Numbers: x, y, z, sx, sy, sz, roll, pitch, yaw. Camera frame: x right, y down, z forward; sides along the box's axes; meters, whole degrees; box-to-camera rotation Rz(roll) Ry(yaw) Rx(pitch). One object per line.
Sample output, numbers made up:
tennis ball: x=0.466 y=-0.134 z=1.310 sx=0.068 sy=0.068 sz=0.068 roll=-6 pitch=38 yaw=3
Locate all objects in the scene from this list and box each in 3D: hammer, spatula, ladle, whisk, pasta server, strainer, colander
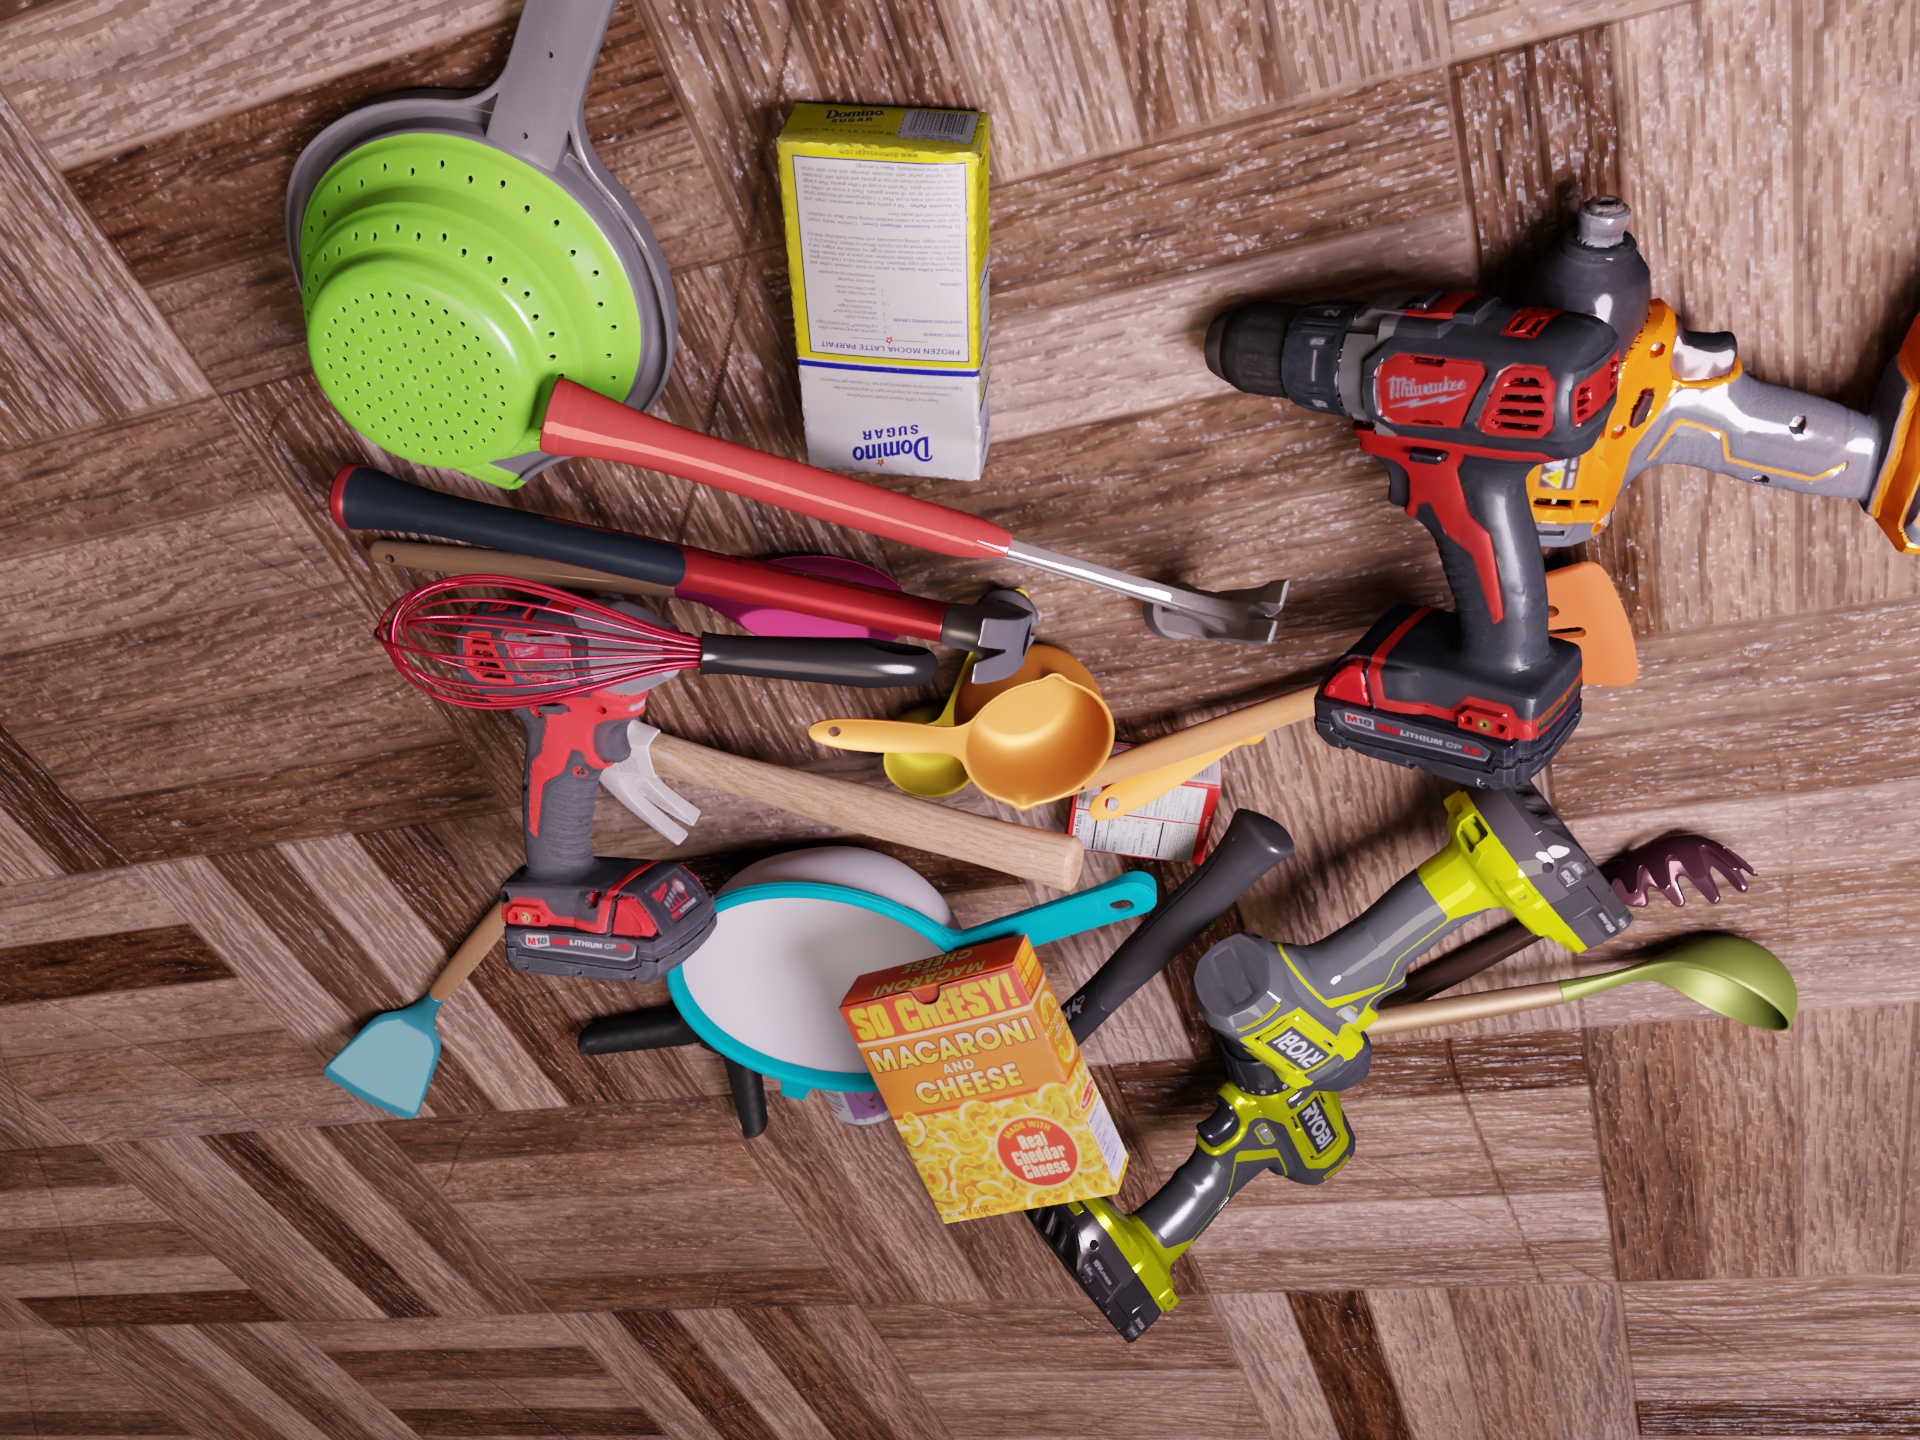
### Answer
hammer: x=-0.085 y=0.048 z=0.964 sx=0.331 sy=0.031 sz=0.129 roll=14 pitch=137 yaw=19
spatula: x=0.201 y=-0.008 z=0.882 sx=0.322 sy=0.041 sz=0.081 roll=-20 pitch=120 yaw=18
ladle: x=0.355 y=0.188 z=1.005 sx=0.320 sy=0.062 sz=0.078 roll=-12 pitch=154 yaw=11
hammer: x=-0.154 y=-0.081 z=0.836 sx=0.386 sy=0.143 sz=0.038 roll=12 pitch=101 yaw=6
spatula: x=-0.389 y=0.204 z=1.208 sx=0.082 sy=0.044 sz=0.317 roll=34 pitch=129 yaw=-14
whisk: x=-0.158 y=-0.037 z=0.847 sx=0.295 sy=0.073 sz=0.073 roll=3 pitch=134 yaw=-10
pasta server: x=0.349 y=0.149 z=1.011 sx=0.060 sy=0.040 sz=0.316 roll=15 pitch=140 yaw=-37
strainer: x=-0.028 y=0.129 z=1.034 sx=0.340 sy=0.095 sz=0.210 roll=-21 pitch=126 yaw=24
hammer: x=0.101 y=0.167 z=1.005 sx=0.035 sy=0.146 sz=0.334 roll=17 pitch=134 yaw=-23
colander: x=-0.214 y=-0.243 z=0.729 sx=0.204 sy=0.095 sz=0.397 roll=25 pitch=132 yaw=-12
hammer: x=-0.024 y=-0.098 z=0.778 sx=0.359 sy=0.149 sz=0.037 roll=15 pitch=90 yaw=-11

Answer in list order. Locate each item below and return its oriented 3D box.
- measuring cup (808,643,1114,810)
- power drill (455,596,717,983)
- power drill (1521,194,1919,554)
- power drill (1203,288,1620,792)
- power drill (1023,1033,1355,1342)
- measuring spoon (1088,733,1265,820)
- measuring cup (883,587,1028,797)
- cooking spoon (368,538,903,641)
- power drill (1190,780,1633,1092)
measuring cup: x=-0.001 y=-0.003 z=0.902 sx=0.173 sy=0.052 sz=0.095 roll=3 pitch=125 yaw=-12
power drill: x=-0.211 y=0.036 z=0.931 sx=0.143 sy=0.078 sz=0.219 roll=1 pitch=106 yaw=19
power drill: x=0.358 y=-0.152 z=0.708 sx=0.226 sy=0.084 sz=0.164 roll=5 pitch=133 yaw=13
power drill: x=0.207 y=-0.093 z=0.750 sx=0.188 sy=0.080 sz=0.226 roll=18 pitch=133 yaw=38
power drill: x=0.159 y=0.296 z=1.092 sx=0.228 sy=0.080 sz=0.190 roll=-38 pitch=126 yaw=-11
measuring spoon: x=0.127 y=0.028 z=0.931 sx=0.117 sy=0.011 sz=0.021 roll=-29 pitch=88 yaw=4
measuring cup: x=0.002 y=-0.020 z=0.943 sx=0.062 sy=0.029 sz=0.156 roll=20 pitch=121 yaw=-15
cooking spoon: x=-0.189 y=-0.082 z=0.924 sx=0.319 sy=0.017 sz=0.068 roll=7 pitch=130 yaw=5
power drill: x=0.266 y=0.135 z=0.934 sx=0.223 sy=0.080 sz=0.171 roll=-37 pitch=134 yaw=15
